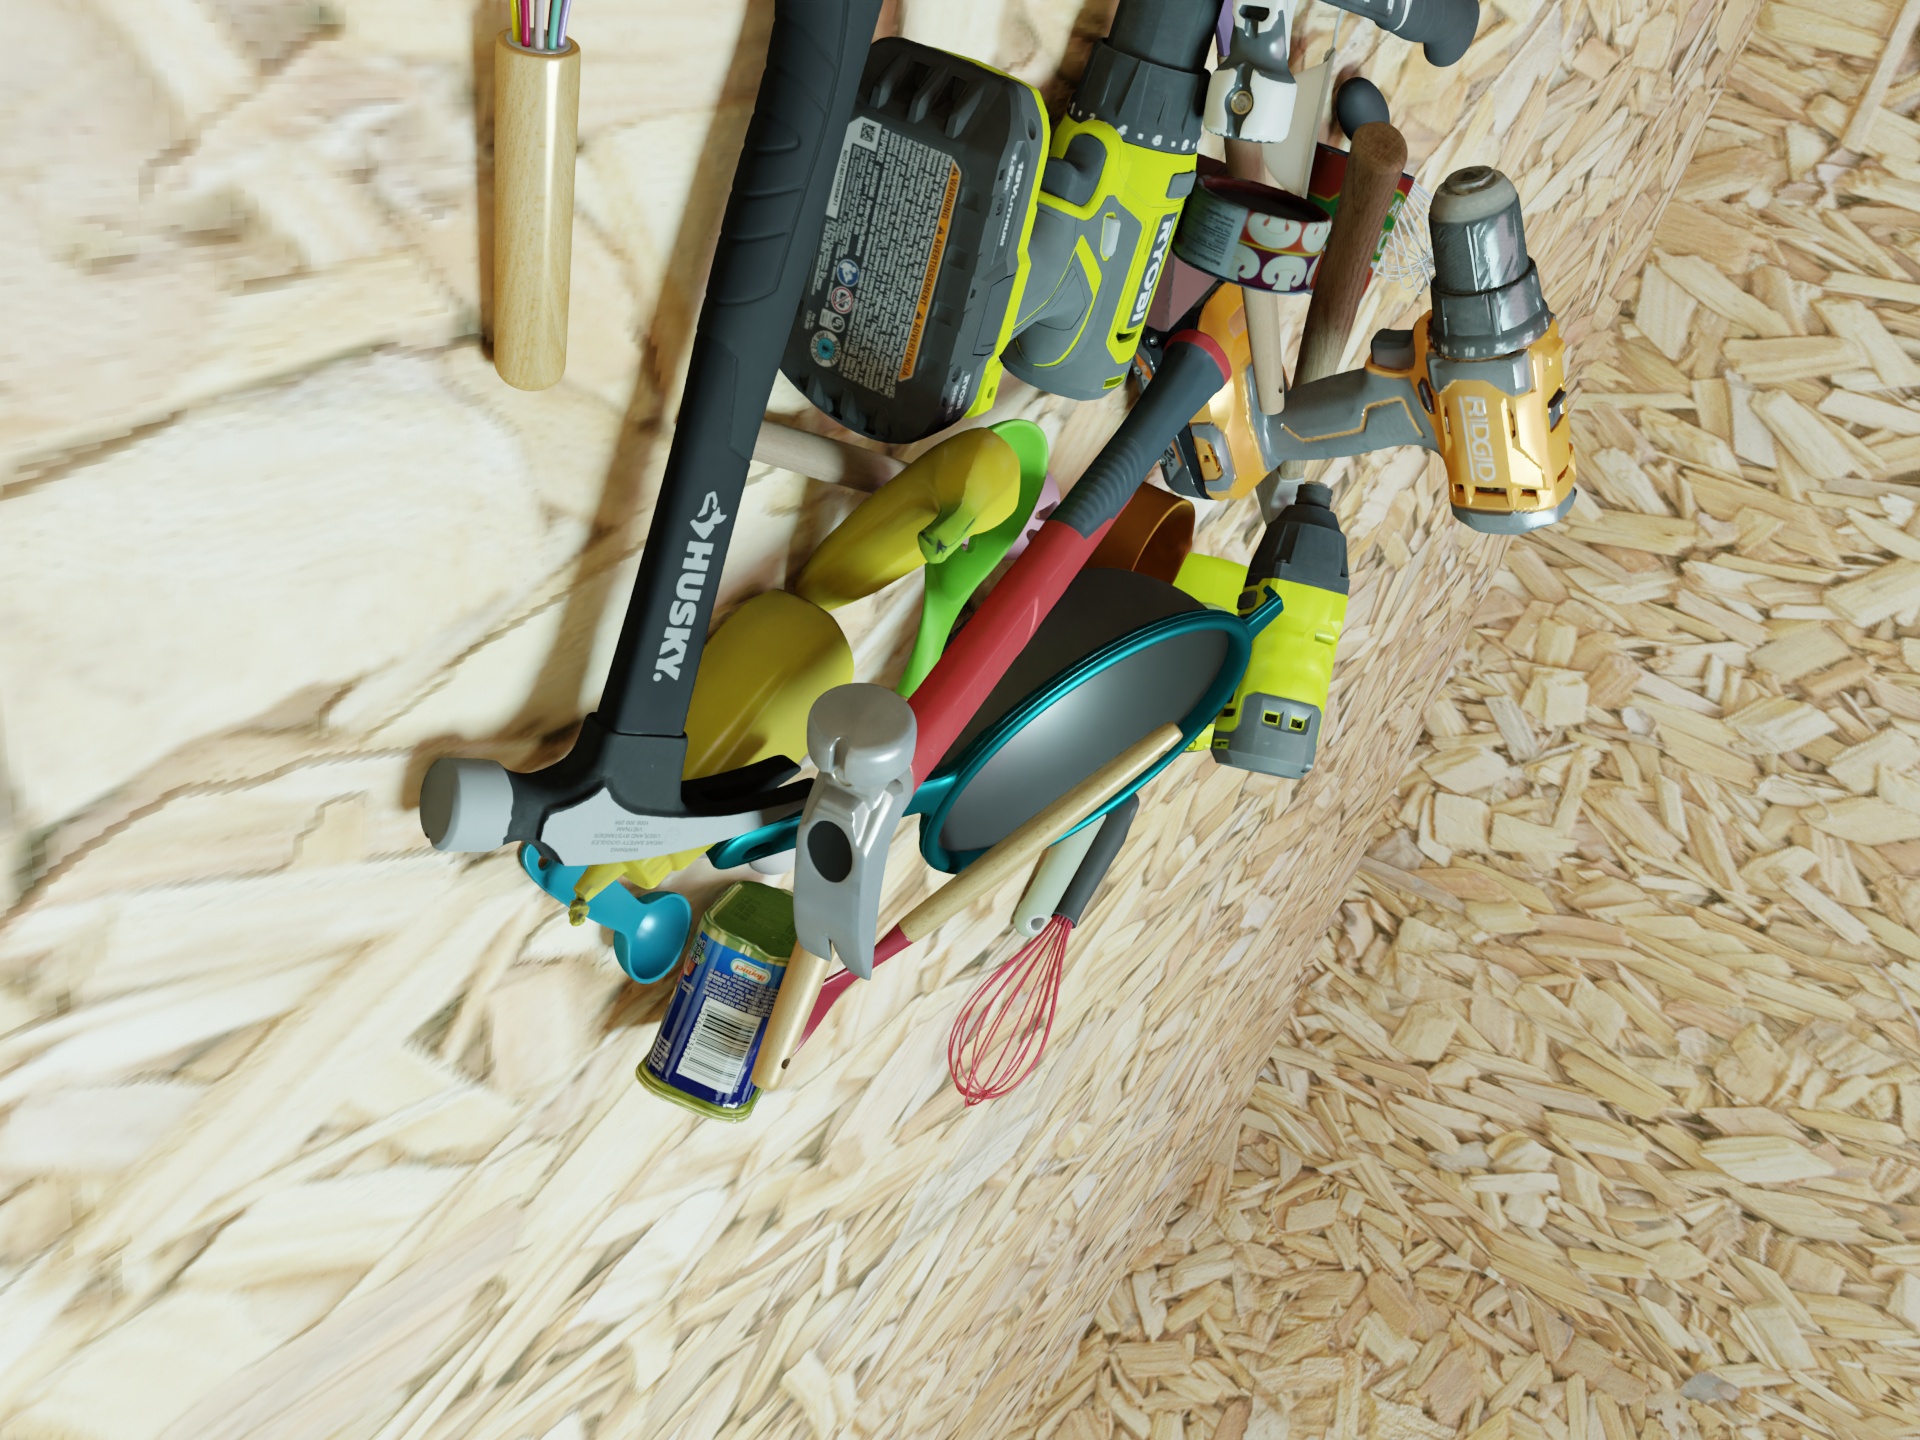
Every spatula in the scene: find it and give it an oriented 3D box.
[{"bbox_3d":[0.127,-0.281,0.731,0.060,0.018,0.315,-45,136,-32],"label":"spatula"}]

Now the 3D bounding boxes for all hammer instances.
[{"bbox_3d":[0.215,-0.218,0.950,0.331,0.031,0.130,88,-6,-65],"label":"hammer"},{"bbox_3d":[0.211,-0.366,0.793,0.409,0.036,0.149,-34,138,-58],"label":"hammer"},{"bbox_3d":[0.037,-0.058,0.709,0.386,0.038,0.143,-54,161,-42],"label":"hammer"},{"bbox_3d":[-0.075,-0.105,0.537,0.146,0.035,0.334,4,111,-40],"label":"hammer"}]

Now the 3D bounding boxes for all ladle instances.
[{"bbox_3d":[-0.009,0.100,0.858,0.315,0.031,0.069,-38,160,8],"label":"ladle"}]

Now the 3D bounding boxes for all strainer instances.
[{"bbox_3d":[0.206,-0.389,0.859,0.087,0.050,0.258,-52,160,-74],"label":"strainer"},{"bbox_3d":[-0.001,-0.003,0.823,0.340,0.095,0.211,-14,150,-39],"label":"strainer"}]

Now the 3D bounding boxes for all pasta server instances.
[{"bbox_3d":[-0.027,-0.108,0.706,0.316,0.040,0.060,1,116,-62],"label":"pasta server"}]

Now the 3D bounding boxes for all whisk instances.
[{"bbox_3d":[0.101,0.059,1.191,0.057,0.059,0.246,17,108,-31],"label":"whisk"},{"bbox_3d":[0.293,-0.361,1.081,0.070,0.070,0.284,-63,154,5],"label":"whisk"},{"bbox_3d":[0.072,0.174,1.254,0.296,0.073,0.073,-58,160,-25],"label":"whisk"},{"bbox_3d":[-0.102,-0.193,0.401,0.047,0.051,0.244,-46,158,-46],"label":"whisk"}]

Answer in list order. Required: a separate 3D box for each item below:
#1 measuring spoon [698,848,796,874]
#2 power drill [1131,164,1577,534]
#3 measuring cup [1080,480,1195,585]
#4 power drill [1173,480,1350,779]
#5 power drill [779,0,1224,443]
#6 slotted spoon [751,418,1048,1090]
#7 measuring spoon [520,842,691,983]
[{"bbox_3d":[-0.104,0.060,0.749,0.034,0.018,0.124,-63,158,5],"label":"measuring spoon"},{"bbox_3d":[0.203,-0.193,0.836,0.084,0.226,0.185,-47,131,-32],"label":"power drill"},{"bbox_3d":[0.087,-0.069,0.981,0.095,0.052,0.173,-34,148,-50],"label":"measuring cup"},{"bbox_3d":[0.176,-0.054,1.003,0.223,0.080,0.171,178,-76,-80],"label":"power drill"},{"bbox_3d":[0.030,-0.211,0.634,0.228,0.080,0.190,-36,149,-53],"label":"power drill"},{"bbox_3d":[-0.033,0.014,0.700,0.070,0.031,0.314,21,89,-57],"label":"slotted spoon"},{"bbox_3d":[-0.153,0.074,0.667,0.042,0.021,0.128,-63,151,-17],"label":"measuring spoon"}]
